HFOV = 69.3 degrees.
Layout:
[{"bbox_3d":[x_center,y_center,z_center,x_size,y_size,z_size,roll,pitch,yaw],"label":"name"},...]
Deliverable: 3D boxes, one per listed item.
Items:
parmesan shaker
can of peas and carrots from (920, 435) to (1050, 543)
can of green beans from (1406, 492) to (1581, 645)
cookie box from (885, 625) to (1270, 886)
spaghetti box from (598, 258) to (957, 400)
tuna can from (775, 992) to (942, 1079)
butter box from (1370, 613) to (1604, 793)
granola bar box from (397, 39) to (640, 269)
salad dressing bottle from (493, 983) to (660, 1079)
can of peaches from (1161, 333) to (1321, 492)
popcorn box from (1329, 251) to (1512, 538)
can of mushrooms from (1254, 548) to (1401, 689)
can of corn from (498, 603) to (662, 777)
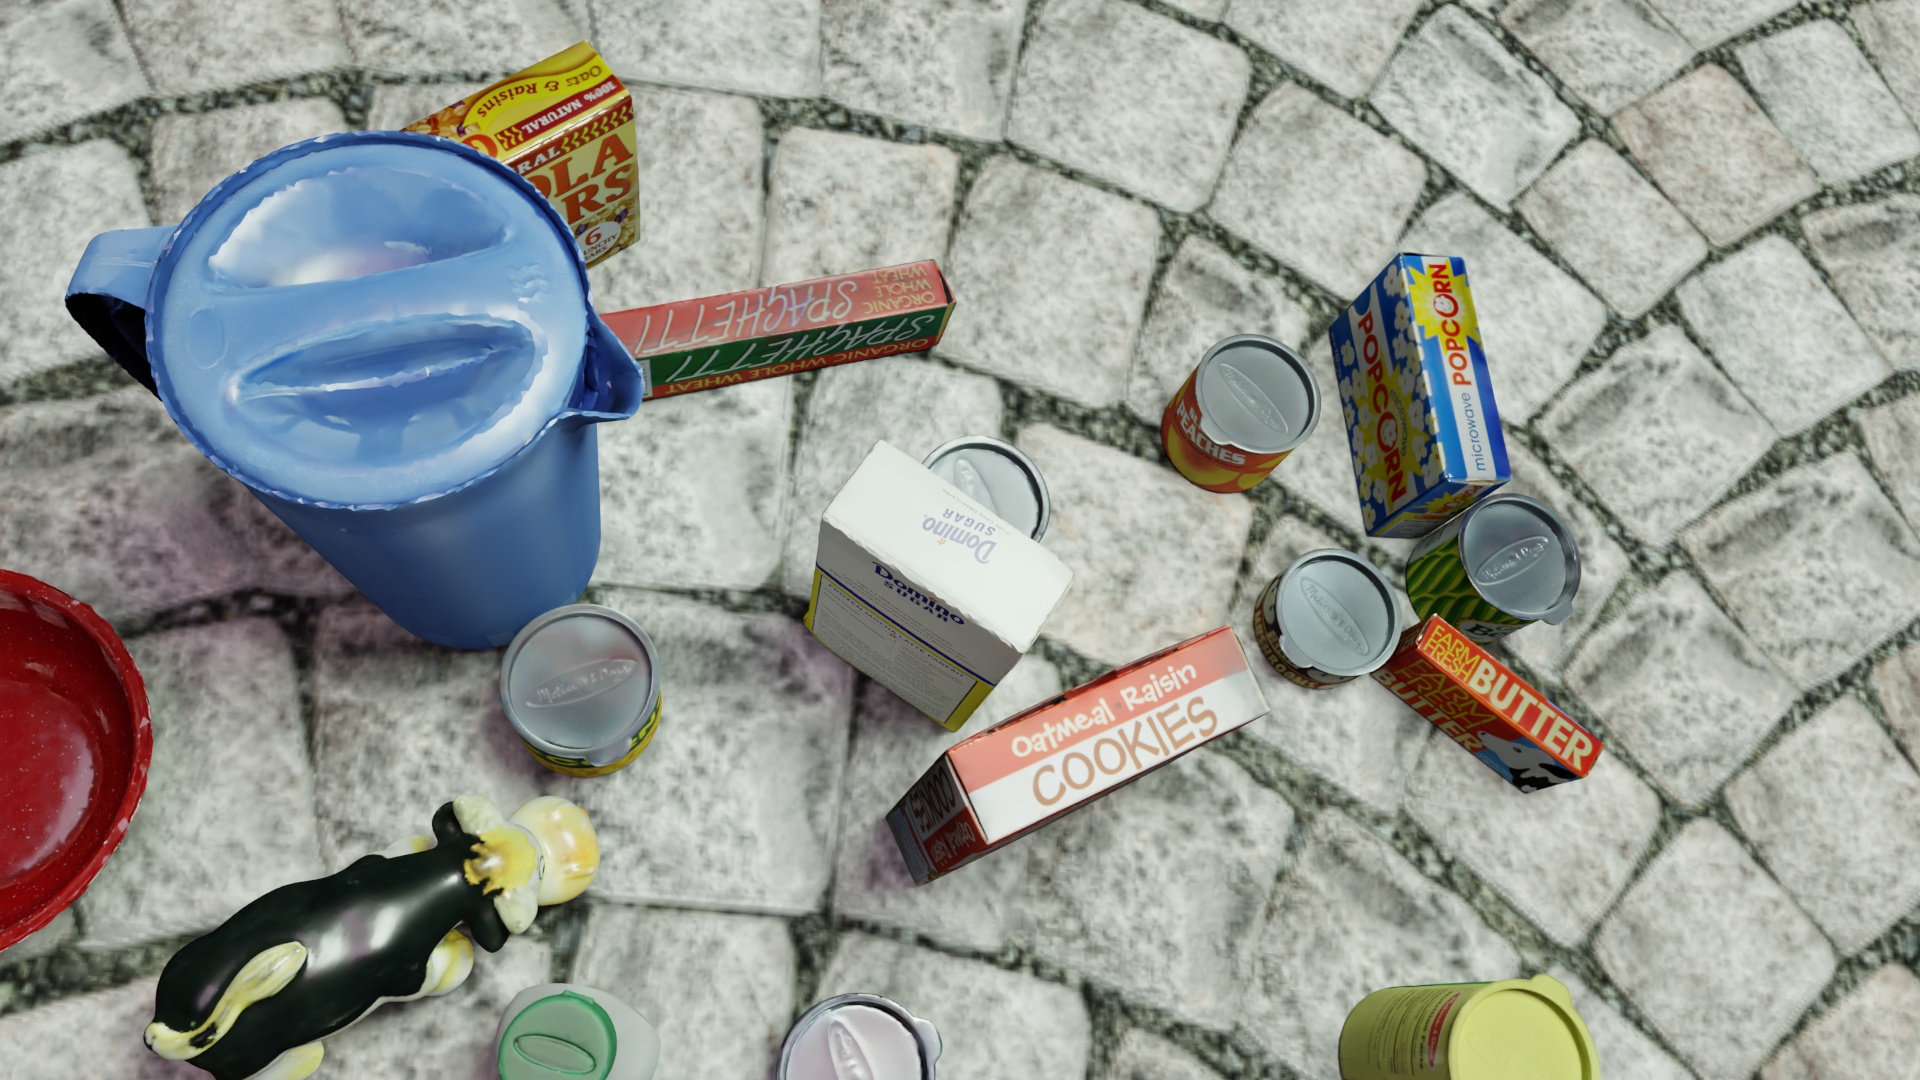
[{"bbox_3d":[0.219,0.225,0.605,0.071,0.102,0.071,3,71,-10],"label":"parmesan shaker"},{"bbox_3d":[0.002,-0.008,0.669,0.071,0.058,0.071,3,70,-10],"label":"can of peas and carrots"},{"bbox_3d":[0.272,0.016,0.713,0.071,0.057,0.071,3,70,-10],"label":"can of green beans"},{"bbox_3d":[0.041,0.094,0.582,0.123,0.166,0.040,-22,77,-17],"label":"cookie box"},{"bbox_3d":[-0.127,-0.095,0.679,0.251,0.050,0.029,-13,74,-15],"label":"spaghetti box"},{"bbox_3d":[-0.043,0.226,0.591,0.071,0.032,0.071,3,70,-10],"label":"tuna can"},{"bbox_3d":[0.259,0.082,0.689,0.103,0.053,0.024,38,69,4],"label":"butter box"},{"bbox_3d":[-0.227,-0.144,0.637,0.166,0.123,0.039,-36,81,-20],"label":"granola bar box"},{"bbox_3d":[-0.146,0.190,0.522,0.064,0.147,0.044,20,69,-4],"label":"salad dressing bottle"},{"bbox_3d":[0.141,-0.063,0.715,0.071,0.058,0.071,3,70,-10],"label":"can of peaches"},{"bbox_3d":[0.236,-0.074,0.723,0.038,0.085,0.127,-1,71,-11],"label":"popcorn box"},{"bbox_3d":[0.182,0.041,0.700,0.071,0.033,0.071,3,70,-10],"label":"can of mushrooms"},{"bbox_3d":[-0.164,0.070,0.609,0.071,0.058,0.071,3,70,-10],"label":"can of corn"}]
